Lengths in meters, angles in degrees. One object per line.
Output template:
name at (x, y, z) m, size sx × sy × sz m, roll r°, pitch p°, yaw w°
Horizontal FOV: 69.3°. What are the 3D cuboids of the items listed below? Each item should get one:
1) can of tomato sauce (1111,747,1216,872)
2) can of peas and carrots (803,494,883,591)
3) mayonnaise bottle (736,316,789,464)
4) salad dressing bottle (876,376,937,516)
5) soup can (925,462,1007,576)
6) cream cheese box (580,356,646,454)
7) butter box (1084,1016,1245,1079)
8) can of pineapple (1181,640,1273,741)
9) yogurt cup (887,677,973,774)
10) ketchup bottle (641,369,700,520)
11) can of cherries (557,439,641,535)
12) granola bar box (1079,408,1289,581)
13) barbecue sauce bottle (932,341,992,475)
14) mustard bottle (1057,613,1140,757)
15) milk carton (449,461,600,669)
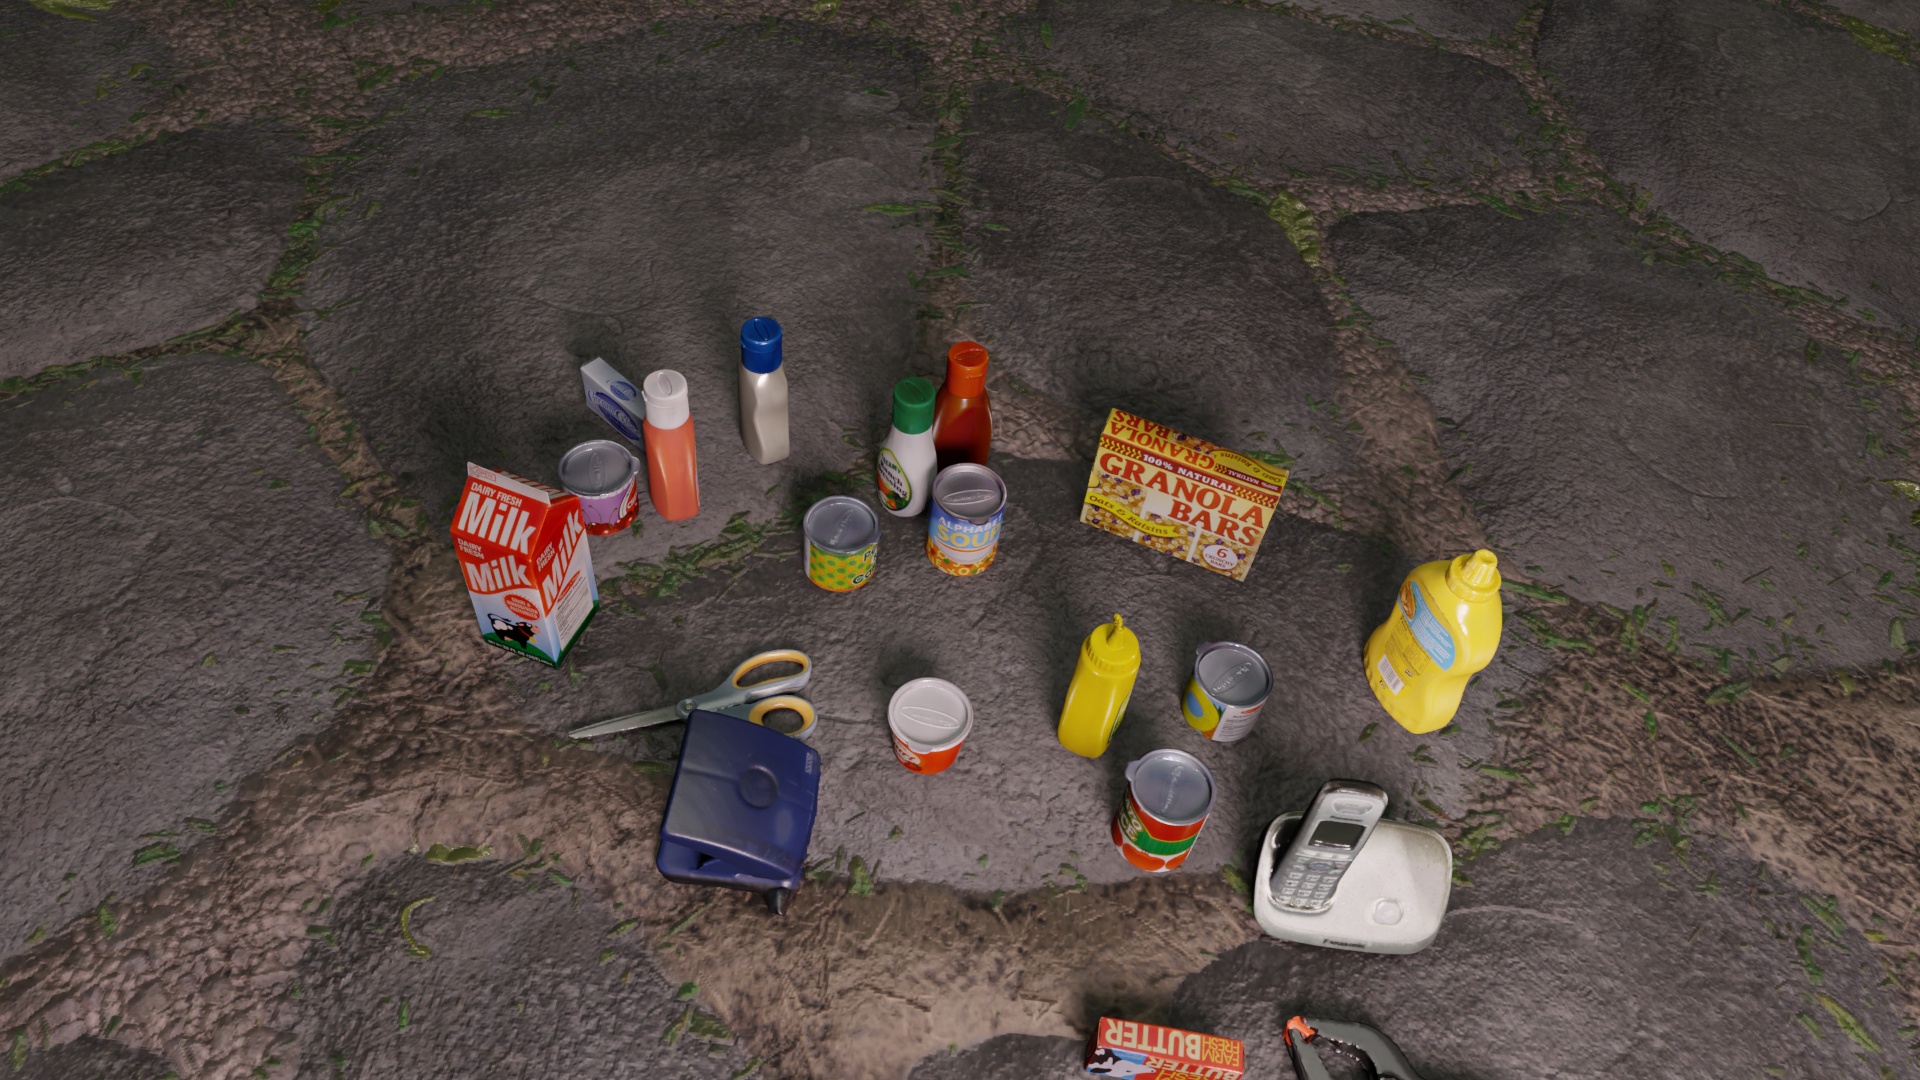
can of tomato sauce at (0.155, 0.210, 1.077) m, size 0.071 × 0.082 × 0.071 m, roll 4°, pitch 51°, yaw -4°
can of peas and carrots at (-0.104, 0.004, 1.229) m, size 0.071 × 0.058 × 0.071 m, roll 4°, pitch 51°, yaw -4°
mayonnaise bottle at (-0.181, -0.139, 1.278) m, size 0.041 × 0.147 × 0.065 m, roll -19°, pitch 56°, yaw -21°
salad dressing bottle at (-0.046, -0.084, 1.250) m, size 0.044 × 0.146 × 0.064 m, roll -28°, pitch 59°, yaw -26°
soup can at (0.004, -0.016, 1.242) m, size 0.071 × 0.083 × 0.072 m, roll 4°, pitch 51°, yaw -4°
cream cheese box at (-0.315, -0.124, 1.310) m, size 0.104 × 0.053 × 0.024 m, roll 38°, pitch 56°, yaw 22°
butter box at (0.142, 0.361, 0.972) m, size 0.103 × 0.052 × 0.024 m, roll 10°, pitch 51°, yaw 1°
can of pineapple at (0.223, 0.126, 1.170) m, size 0.071 × 0.057 × 0.071 m, roll 4°, pitch 51°, yaw -4°
yogurt cup at (-0.026, 0.152, 1.120) m, size 0.072 × 0.053 × 0.073 m, roll 4°, pitch 51°, yaw -4°
ketchup bottle at (-0.256, -0.086, 1.224) m, size 0.043 × 0.148 × 0.065 m, roll -14°, pitch 54°, yaw -18°
can of cherries at (-0.320, -0.046, 1.243) m, size 0.071 × 0.058 × 0.072 m, roll 4°, pitch 51°, yaw -4°
granola bar box at (0.199, -0.039, 1.259) m, size 0.166 × 0.123 × 0.039 m, roll 21°, pitch 52°, yaw 10°
barbecue sauce bottle at (0.000, -0.118, 1.283) m, size 0.065 × 0.147 × 0.044 m, roll -16°, pitch 55°, yaw -19°
mustard bottle at (0.113, 0.110, 1.103) m, size 0.049 × 0.159 × 0.066 m, roll 21°, pitch 52°, yaw 10°
milk carton at (-0.346, 0.013, 1.106) m, size 0.072 × 0.189 × 0.074 m, roll 20°, pitch 52°, yaw 9°
